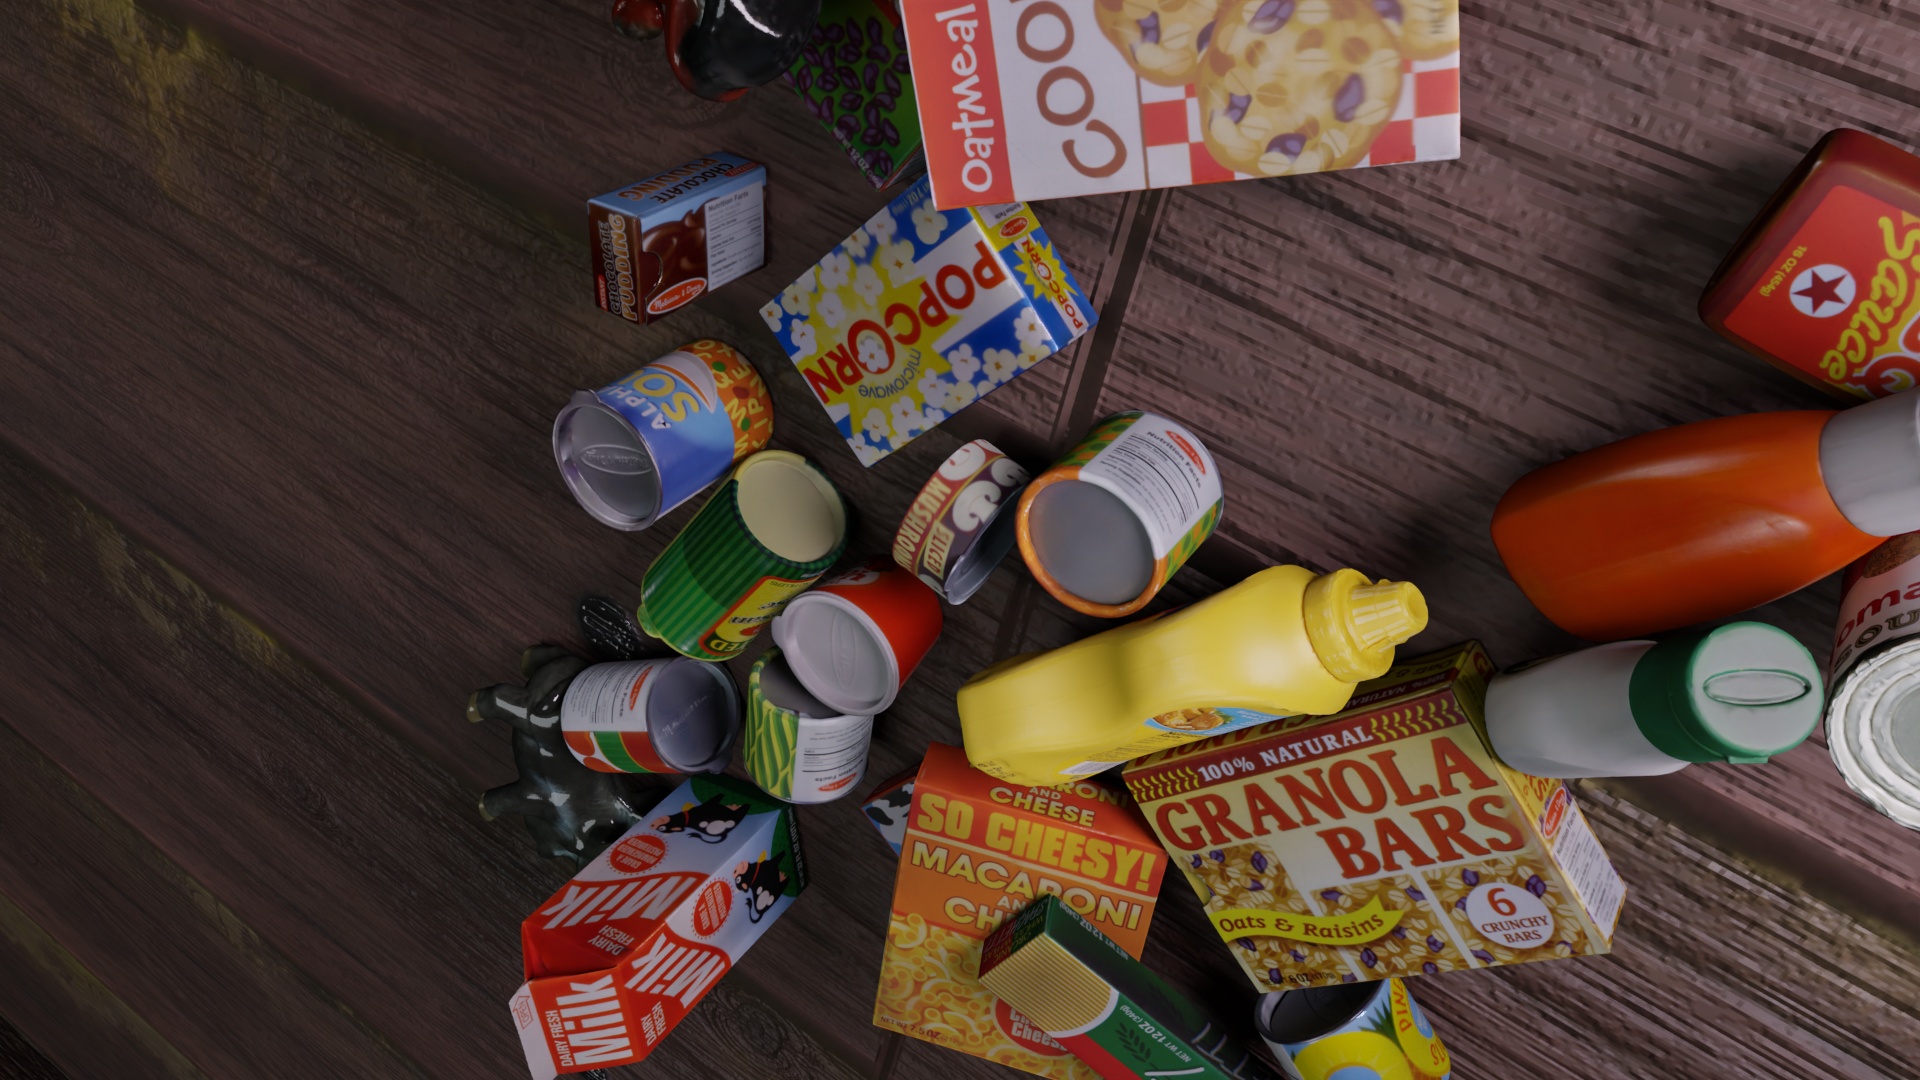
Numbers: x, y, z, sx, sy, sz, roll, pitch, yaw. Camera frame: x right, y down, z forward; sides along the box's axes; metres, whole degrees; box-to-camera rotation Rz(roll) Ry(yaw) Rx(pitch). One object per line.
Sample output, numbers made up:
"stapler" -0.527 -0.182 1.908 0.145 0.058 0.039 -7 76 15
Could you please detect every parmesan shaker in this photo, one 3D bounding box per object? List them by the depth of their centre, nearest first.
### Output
"parmesan shaker" -0.109 0.010 0.685 0.071 0.072 0.102 49 134 0

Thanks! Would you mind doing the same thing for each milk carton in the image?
"milk carton" -0.174 0.217 0.780 0.073 0.191 0.072 13 124 29

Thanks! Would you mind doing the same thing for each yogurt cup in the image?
"yogurt cup" -0.045 0.043 0.672 0.072 0.054 0.072 18 127 26

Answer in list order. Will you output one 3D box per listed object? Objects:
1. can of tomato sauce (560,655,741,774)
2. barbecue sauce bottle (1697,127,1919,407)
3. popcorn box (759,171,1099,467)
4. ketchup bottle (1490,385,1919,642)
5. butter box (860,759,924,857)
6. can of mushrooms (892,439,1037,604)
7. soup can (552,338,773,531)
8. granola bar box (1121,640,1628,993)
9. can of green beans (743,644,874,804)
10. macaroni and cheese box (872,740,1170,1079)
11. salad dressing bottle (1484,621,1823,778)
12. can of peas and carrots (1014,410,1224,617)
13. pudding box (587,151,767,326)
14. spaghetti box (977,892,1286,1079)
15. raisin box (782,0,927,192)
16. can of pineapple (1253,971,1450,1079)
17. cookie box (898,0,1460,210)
"can of tomato sauce" -0.177 0.102 0.798 0.083 0.071 0.071 -8 112 40
"barbecue sauce bottle" 0.287 -0.050 0.378 0.149 0.044 0.064 35 137 13
"popcorn box" -0.015 -0.094 0.575 0.126 0.038 0.085 -27 100 43
"ketchup bottle" 0.233 -0.009 0.412 0.064 0.044 0.148 46 154 -7
"butter box" -0.003 0.167 0.740 0.103 0.024 0.053 52 133 -3
"can of mushrooms" 0.002 -0.007 0.594 0.033 0.071 0.070 37 133 14
"soup can" -0.140 -0.054 0.659 0.071 0.084 0.071 18 126 26
"granola bar box" 0.165 0.121 0.578 0.165 0.039 0.124 -26 100 43
"can of green beans" -0.078 0.092 0.718 0.071 0.071 0.057 26 129 21
"macaroni and cheese box" 0.028 0.187 0.687 0.124 0.040 0.165 14 120 7
"salad dressing bottle" 0.213 0.052 0.438 0.064 0.147 0.044 -1 80 2
"can of peas and carrots" 0.062 -0.009 0.557 0.071 0.059 0.070 18 126 27
"pudding box" -0.119 -0.131 0.595 0.030 0.084 0.049 23 129 24
"spaghetti box" 0.118 0.261 0.663 0.250 0.029 0.050 40 120 -10
"raisin box" -0.014 -0.201 0.507 0.086 0.040 0.123 52 133 -2
"can of pineapple" 0.175 0.220 0.615 0.070 0.071 0.058 -26 101 43
"cookie box" 0.065 -0.174 0.430 0.167 0.040 0.122 -3 118 14
